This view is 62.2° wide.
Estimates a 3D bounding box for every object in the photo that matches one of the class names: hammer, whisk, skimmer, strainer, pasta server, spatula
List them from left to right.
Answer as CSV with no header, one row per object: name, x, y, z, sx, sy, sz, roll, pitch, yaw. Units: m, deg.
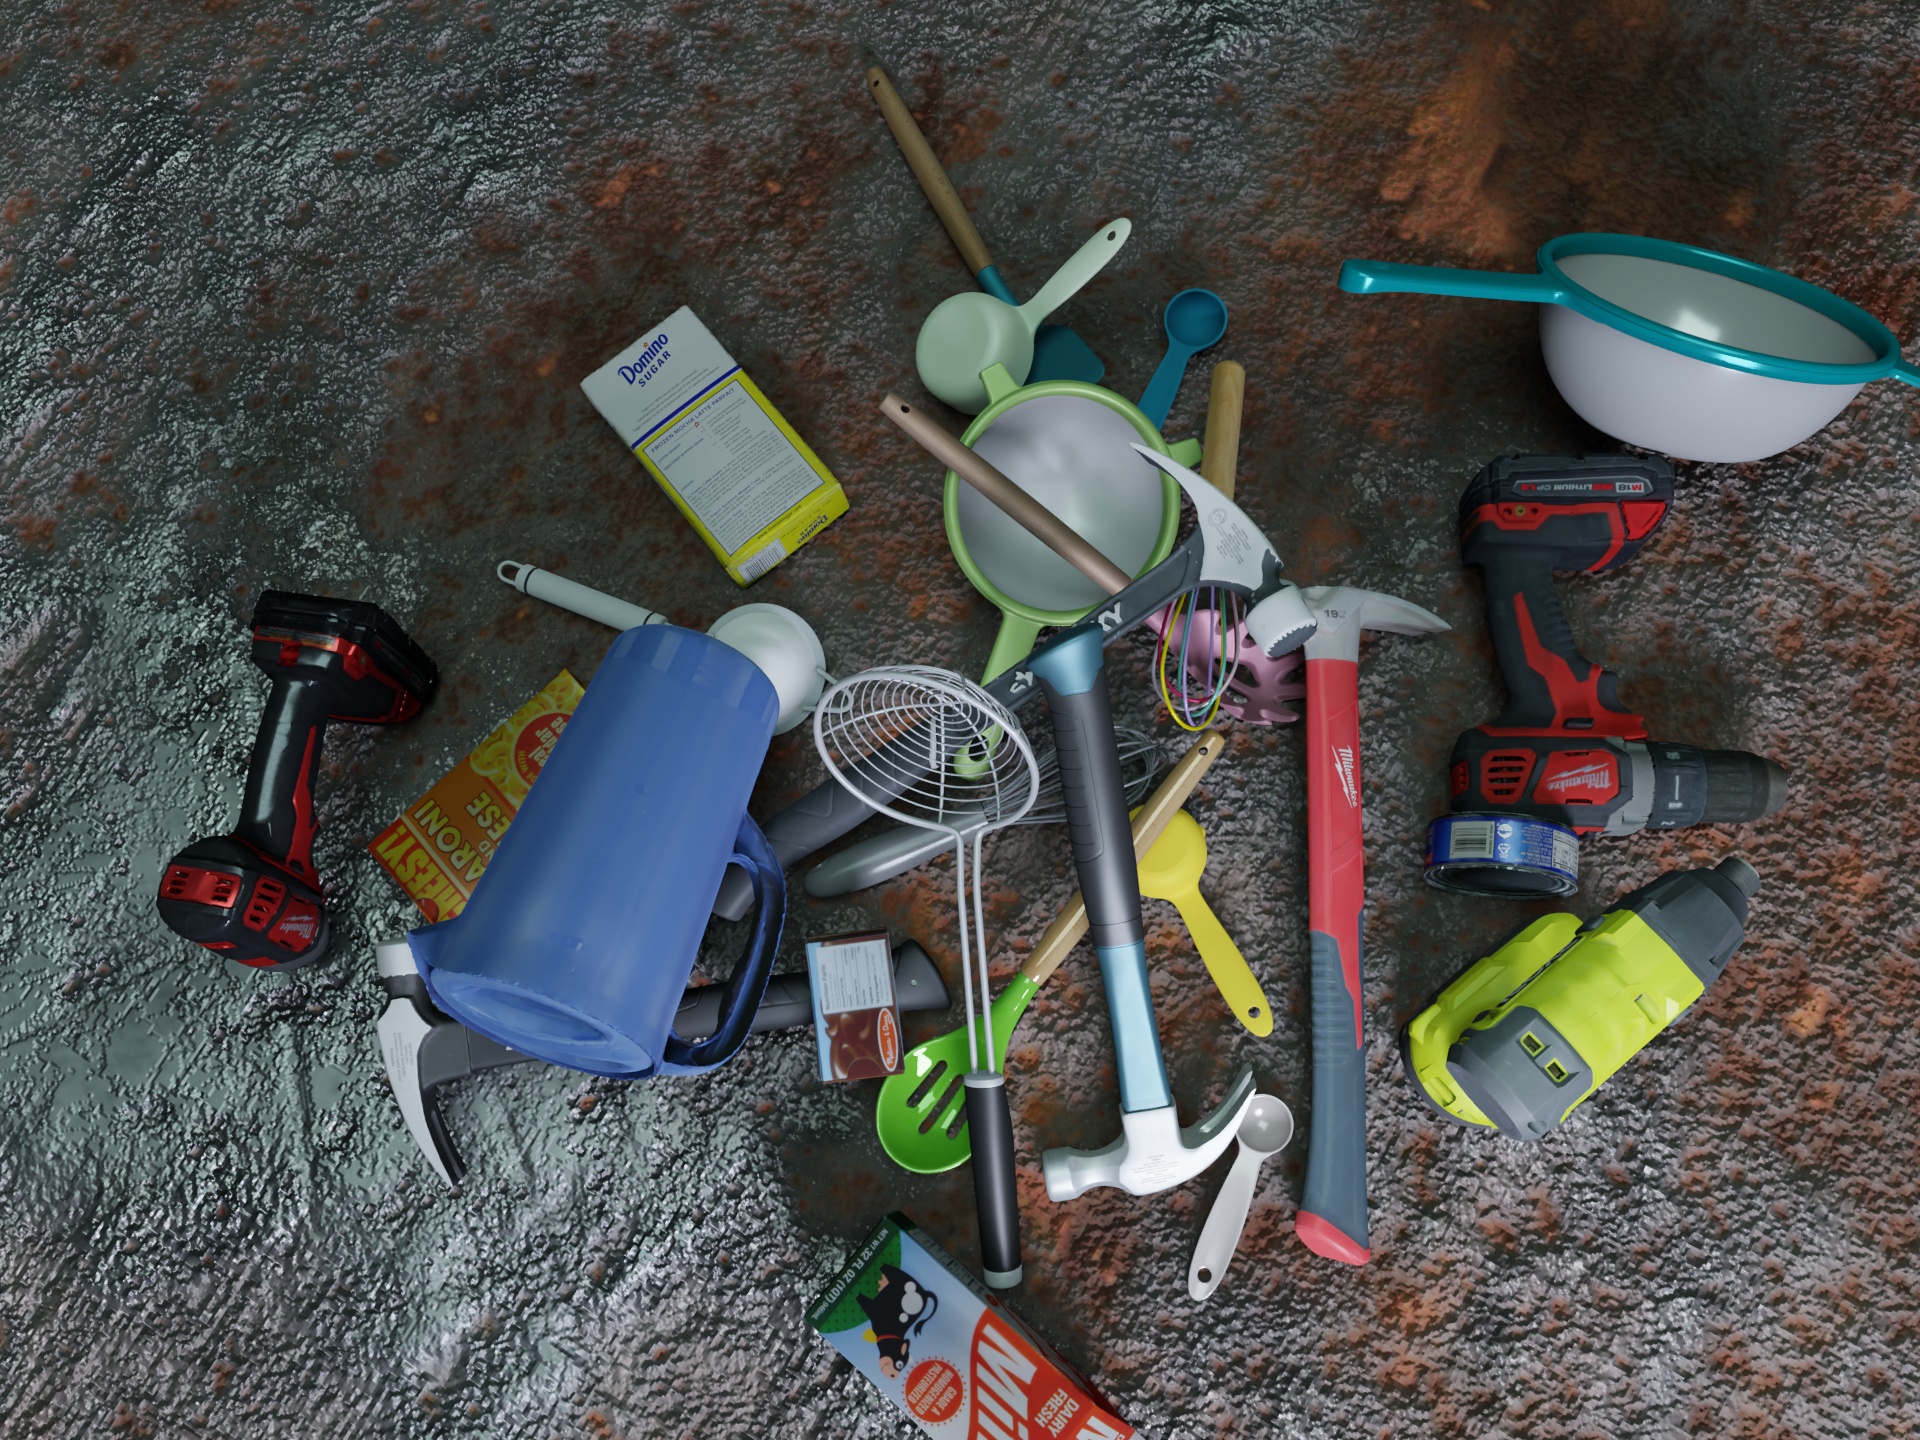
strainer,-0.192,-0.056,1.030,0.258,0.050,0.087,21,92,14
hammer,-0.172,0.182,0.948,0.334,0.035,0.146,-7,88,-4
skimmer,-0.006,0.147,0.872,0.127,0.090,0.363,-2,96,27
hammer,-0.001,-0.003,0.934,0.409,0.036,0.149,-34,69,15
spatula,0.002,-0.329,1.081,0.082,0.044,0.318,-35,72,23
whisk,0.015,0.061,0.975,0.239,0.055,0.055,-22,74,4
strainer,0.041,-0.087,1.011,0.151,0.069,0.256,18,95,-13
pasta server,0.082,-0.099,0.962,0.316,0.040,0.060,37,68,-11
hammer,0.085,0.110,0.887,0.128,0.033,0.331,-10,102,4
whisk,0.149,-0.110,0.954,0.047,0.051,0.245,13,70,-10
hammer,0.232,0.115,0.932,0.143,0.038,0.386,6,81,-31
strainer,0.378,-0.218,0.954,0.340,0.095,0.211,2,35,-11

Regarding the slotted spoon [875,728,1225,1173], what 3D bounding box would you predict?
slotted spoon,0.059,0.133,0.941,0.070,0.031,0.314,37,89,13

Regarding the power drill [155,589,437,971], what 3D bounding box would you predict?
power drill,-0.402,0.043,0.974,0.078,0.143,0.220,8,69,8

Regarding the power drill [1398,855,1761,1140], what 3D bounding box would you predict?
power drill,0.318,0.146,0.832,0.171,0.223,0.080,-39,76,-6

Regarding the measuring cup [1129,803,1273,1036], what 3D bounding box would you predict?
measuring cup,0.141,0.116,0.944,0.062,0.029,0.157,-29,64,1

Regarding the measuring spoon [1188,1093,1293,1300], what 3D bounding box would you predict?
measuring spoon,0.159,0.276,0.923,0.034,0.018,0.124,22,85,10

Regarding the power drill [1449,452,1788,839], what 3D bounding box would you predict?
power drill,0.390,-0.041,0.956,0.188,0.080,0.227,1,78,5

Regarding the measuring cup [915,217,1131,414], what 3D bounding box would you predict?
measuring cup,0.038,-0.266,1.014,0.167,0.038,0.083,-38,65,26

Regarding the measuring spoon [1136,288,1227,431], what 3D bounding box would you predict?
measuring spoon,0.138,-0.226,1.061,0.042,0.021,0.128,25,88,10
